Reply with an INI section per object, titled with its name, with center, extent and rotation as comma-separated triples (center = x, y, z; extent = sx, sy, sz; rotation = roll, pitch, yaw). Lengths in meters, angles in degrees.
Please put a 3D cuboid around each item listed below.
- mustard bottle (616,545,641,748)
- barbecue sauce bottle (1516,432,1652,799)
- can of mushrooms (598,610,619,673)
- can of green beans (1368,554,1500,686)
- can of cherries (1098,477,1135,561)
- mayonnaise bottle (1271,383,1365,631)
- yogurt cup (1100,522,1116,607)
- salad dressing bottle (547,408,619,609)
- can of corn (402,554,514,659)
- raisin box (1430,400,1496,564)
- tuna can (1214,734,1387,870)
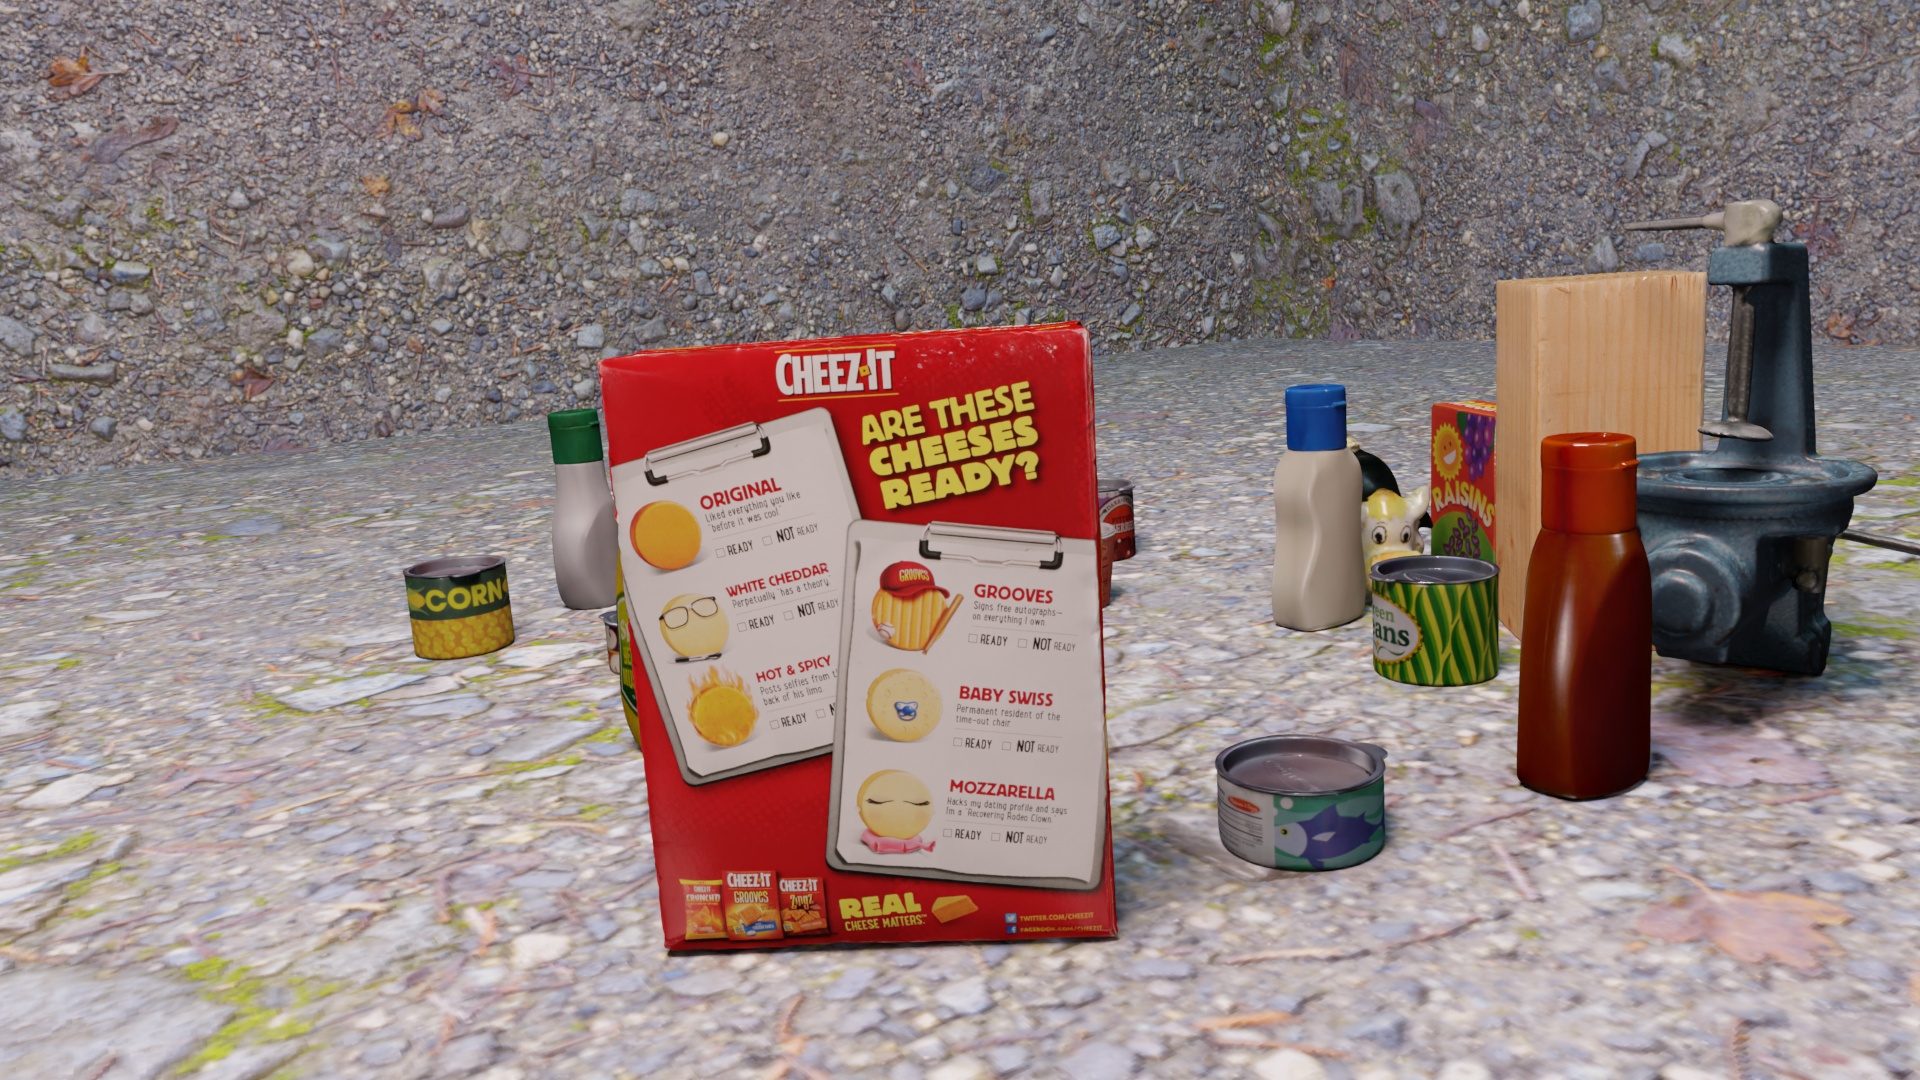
[mustard bottle]
center = -0.145, 0.029, 0.699
extent = 0.065, 0.160, 0.049
rotation = 6, 15, 43
[barbecue sauce bottle]
center = 0.264, 0.030, 0.585
extent = 0.065, 0.148, 0.043
rotation = -11, 13, -34
[can of mushrooms]
center = -0.192, 0.061, 0.877
extent = 0.071, 0.033, 0.071
rotation = -4, 11, 1
[can of green beans]
center = 0.258, 0.043, 0.756
extent = 0.071, 0.057, 0.071
rotation = -4, 11, 1
[can of cherries]
center = 0.107, -0.016, 1.102
extent = 0.071, 0.058, 0.071
rotation = -4, 11, 1
[mayonnaise bottle]
center = 0.221, -0.022, 0.860
extent = 0.065, 0.147, 0.041
rotation = -12, 13, -36
[yogurt cup]
center = 0.074, 0.018, 0.951
extent = 0.072, 0.053, 0.072
rotation = -4, 11, 1
[salad dressing bottle]
center = -0.282, -0.024, 1.043
extent = 0.044, 0.147, 0.064
rotation = 0, 11, 20
[can of corn]
center = -0.339, 0.045, 0.942
extent = 0.071, 0.058, 0.071
rotation = -4, 11, 1
[raisin box]
center = 0.345, -0.027, 0.908
extent = 0.040, 0.123, 0.086
rotation = -5, 11, -7
[tuna can]
center = 0.138, 0.103, 0.555
extent = 0.071, 0.032, 0.071
rotation = -4, 11, 1
